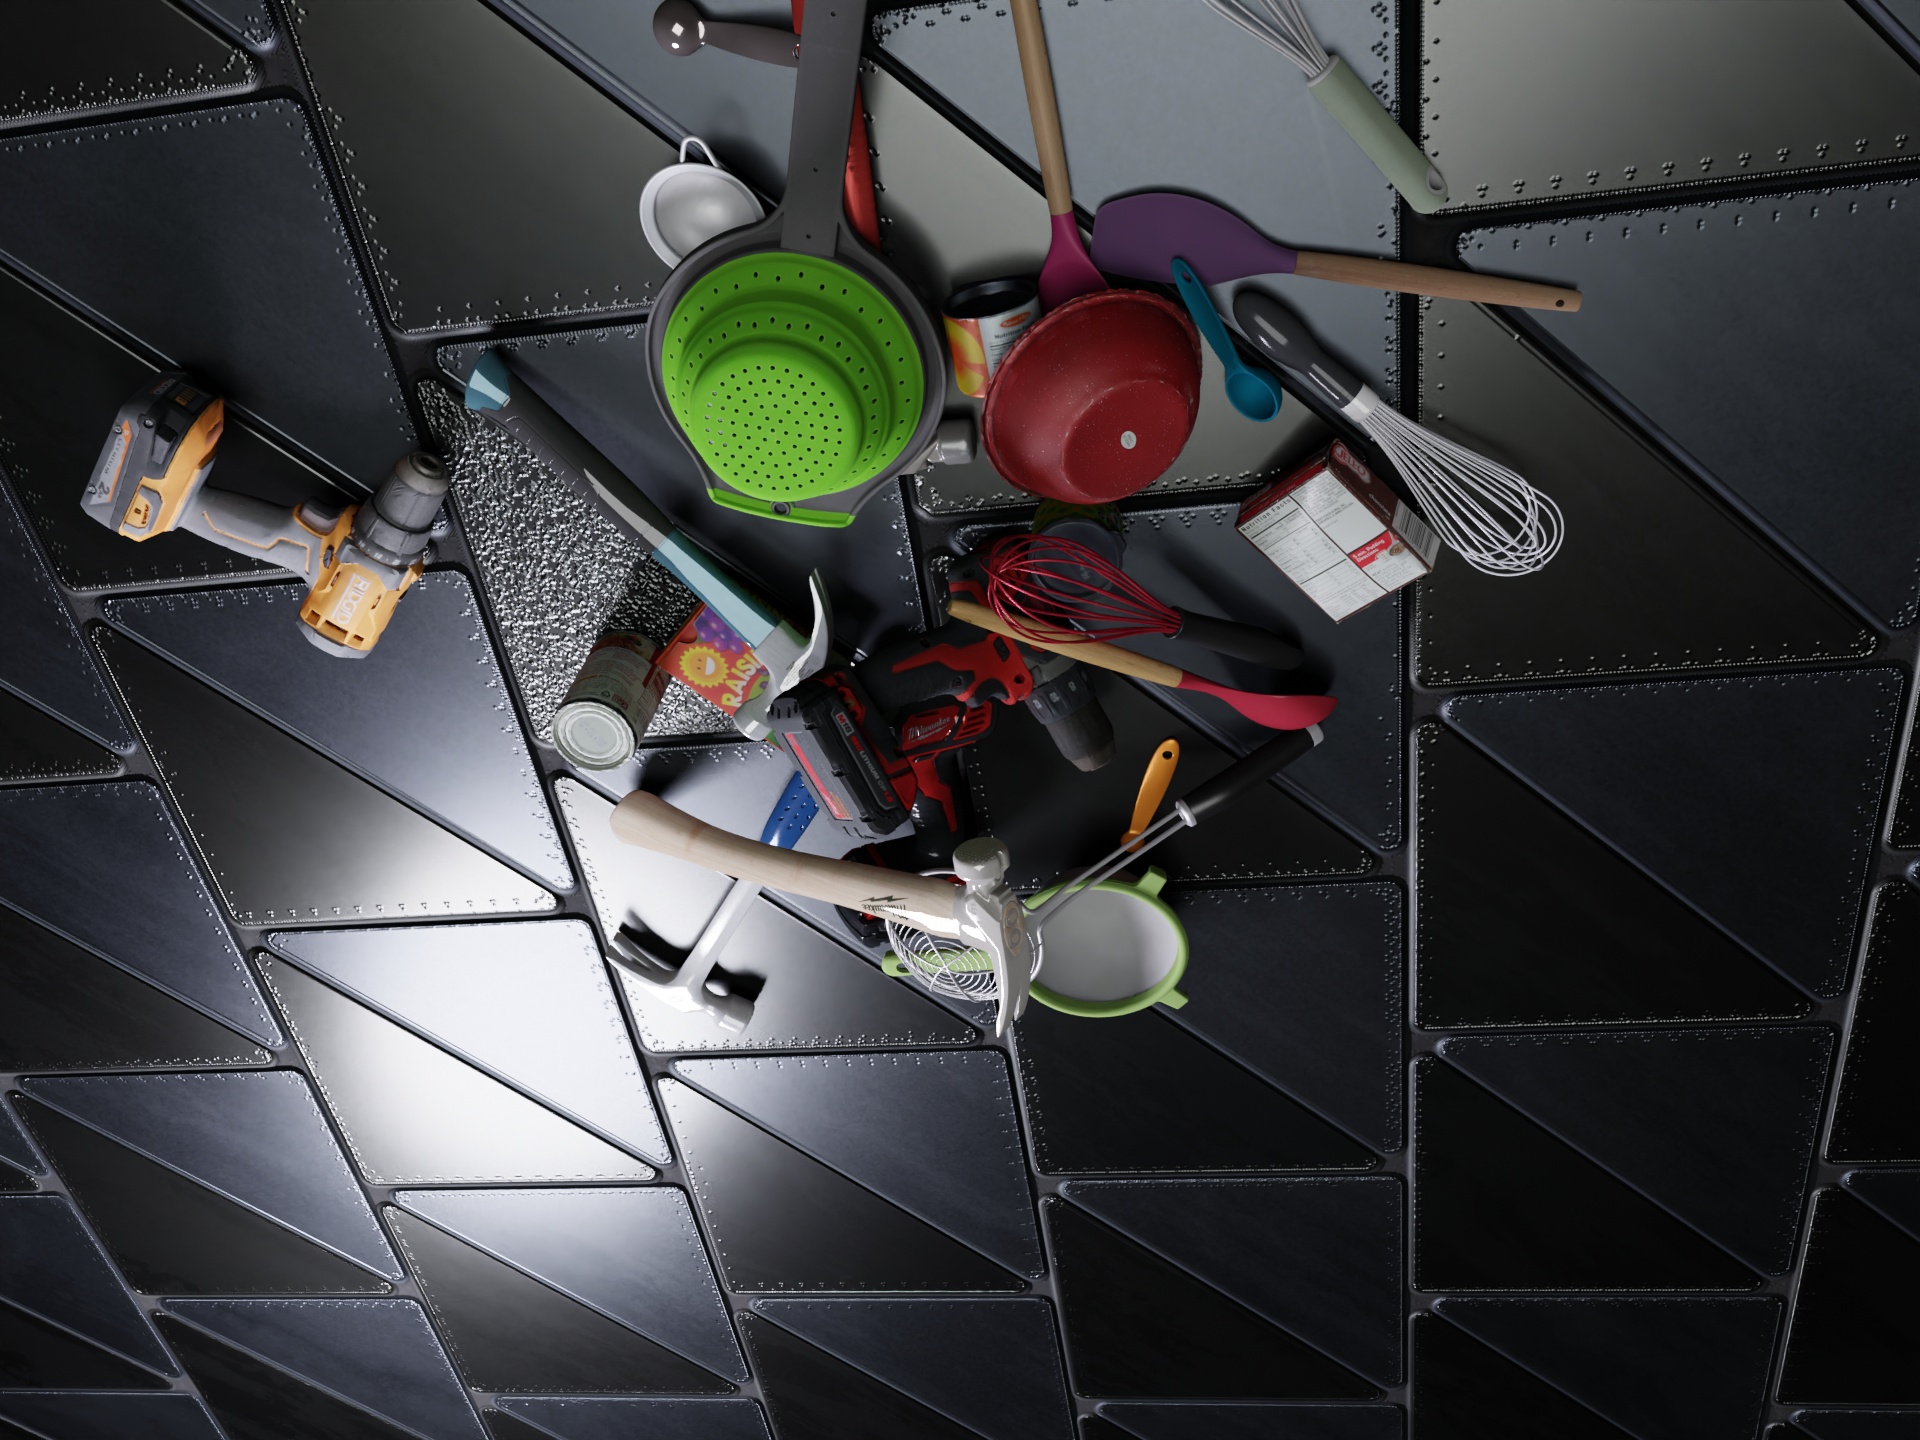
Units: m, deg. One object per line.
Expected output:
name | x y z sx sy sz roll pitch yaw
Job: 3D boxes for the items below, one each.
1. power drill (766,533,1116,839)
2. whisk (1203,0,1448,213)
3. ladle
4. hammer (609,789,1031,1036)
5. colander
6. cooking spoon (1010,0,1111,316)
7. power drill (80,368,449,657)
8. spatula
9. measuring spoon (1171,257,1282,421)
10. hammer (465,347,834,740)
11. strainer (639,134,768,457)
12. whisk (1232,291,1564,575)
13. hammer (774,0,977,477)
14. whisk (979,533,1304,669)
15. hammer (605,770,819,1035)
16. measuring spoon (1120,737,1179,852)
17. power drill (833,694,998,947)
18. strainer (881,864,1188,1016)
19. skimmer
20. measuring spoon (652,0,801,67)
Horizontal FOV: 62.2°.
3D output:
power drill | -0.002 -0.004 1.137 0.187 0.227 0.080 60 157 -12
whisk | 0.211 -0.395 0.954 0.246 0.058 0.059 40 154 -21
ladle | 0.135 -0.039 1.145 0.315 0.031 0.069 16 166 -20
hammer | -0.122 0.125 1.219 0.411 0.038 0.146 10 121 38
colander | -0.100 -0.274 0.986 0.204 0.095 0.396 10 128 -2
cooking spoon | 0.060 -0.350 1.014 0.069 0.017 0.318 2 125 26
power drill | -0.503 -0.166 1.176 0.226 0.084 0.185 31 121 -18
spatula | 0.242 -0.294 1.026 0.316 0.018 0.059 9 130 2
measuring spoon | 0.178 -0.256 1.055 0.042 0.021 0.128 5 136 56
hammer | -0.226 -0.138 1.152 0.331 0.033 0.128 43 106 -9
strainer | -0.168 -0.276 1.081 0.087 0.050 0.258 9 130 7
whisk | 0.293 -0.194 1.067 0.284 0.070 0.070 37 120 -11
hammer | -0.081 -0.328 1.038 0.149 0.037 0.358 -2 123 9
whisk | 0.134 -0.072 1.106 0.295 0.073 0.073 12 129 -34
hammer | -0.166 0.110 1.336 0.144 0.035 0.405 28 122 -11
measuring spoon | 0.152 0.063 1.276 0.021 0.011 0.116 15 124 -3
power drill | -0.046 0.063 1.237 0.143 0.079 0.219 -13 126 -22
strainer | 0.062 0.177 1.329 0.256 0.069 0.151 -7 124 12
skimmer | 0.112 0.095 1.229 0.363 0.090 0.127 -33 112 -5
measuring spoon | -0.140 -0.416 0.972 0.124 0.018 0.034 20 126 22
